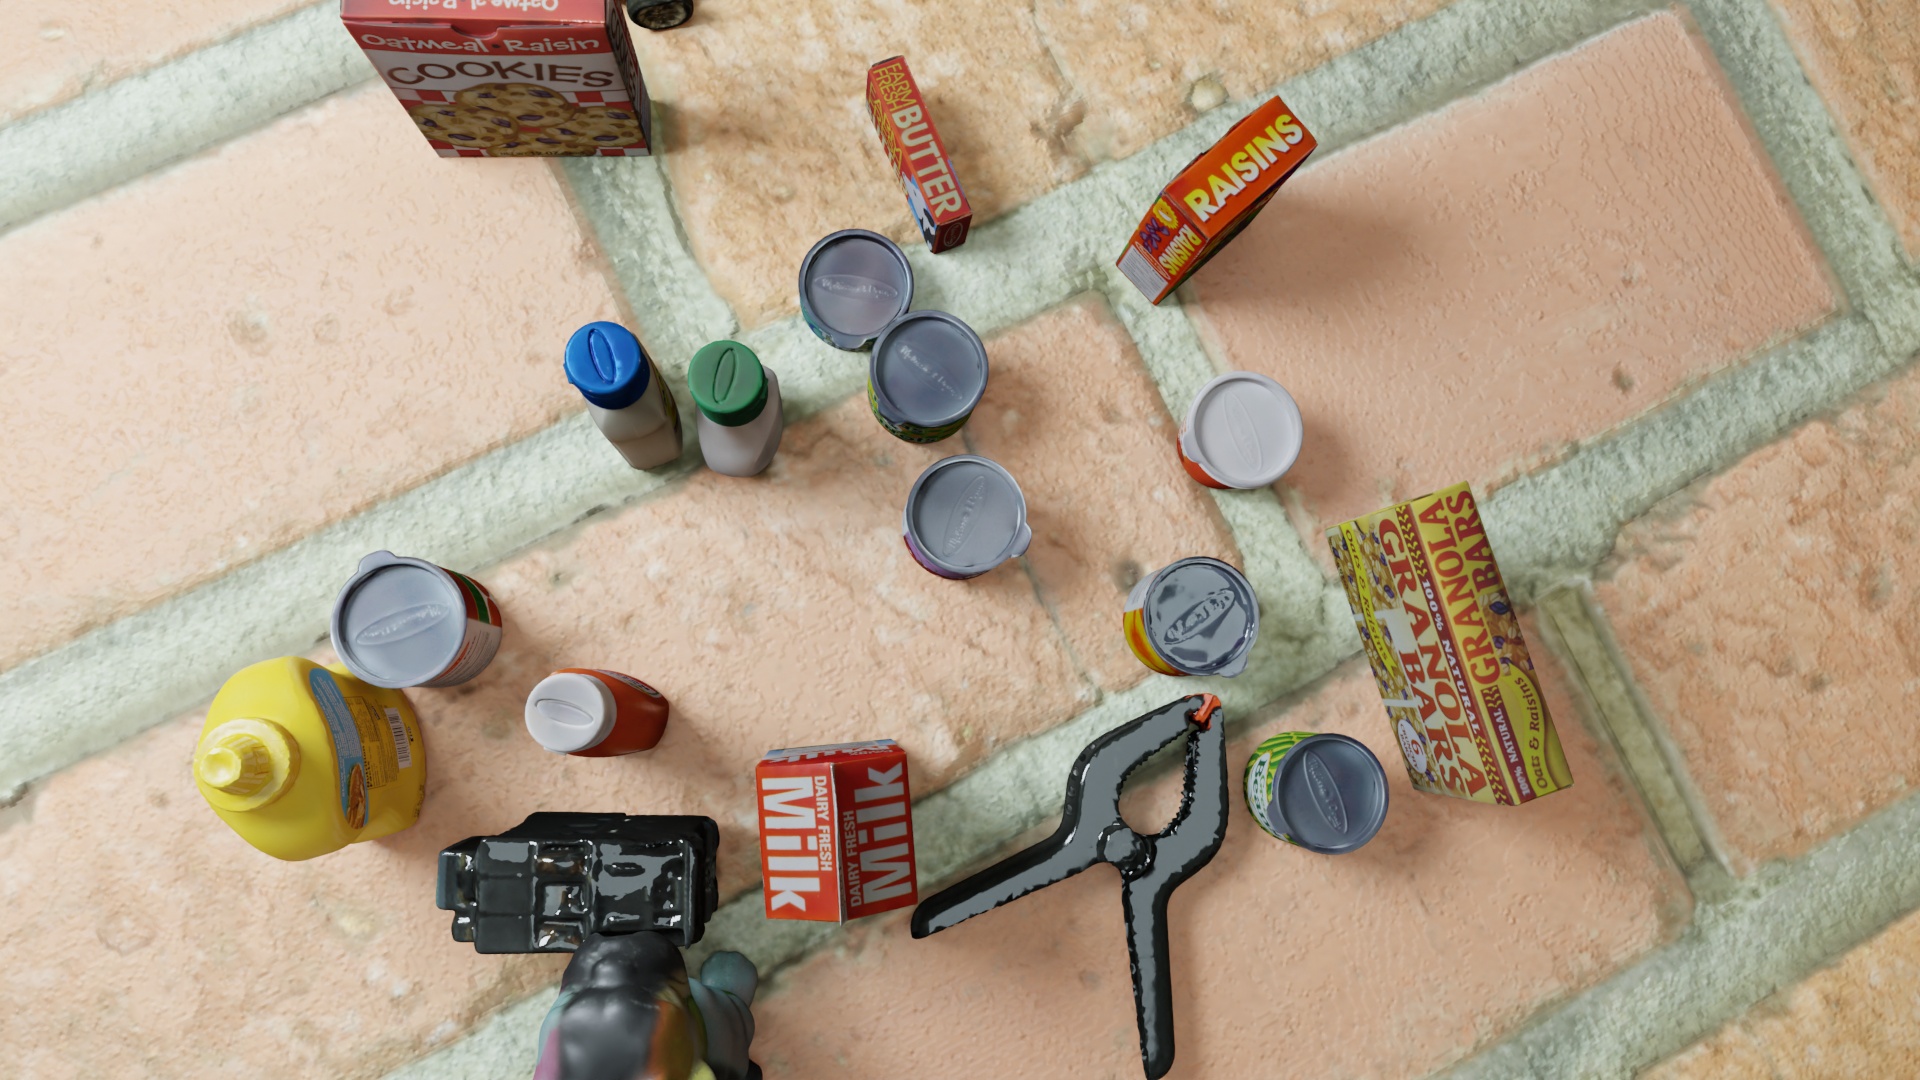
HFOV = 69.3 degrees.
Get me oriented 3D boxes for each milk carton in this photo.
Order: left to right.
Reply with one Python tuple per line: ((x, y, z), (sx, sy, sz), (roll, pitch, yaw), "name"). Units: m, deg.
((-0.062, 0.141, 0.692), (0.073, 0.190, 0.072), (-4, 84, -6), "milk carton")

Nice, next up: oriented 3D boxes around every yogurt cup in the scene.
((0.159, -0.060, 0.809), (0.072, 0.054, 0.072), (1, 83, -6), "yogurt cup")

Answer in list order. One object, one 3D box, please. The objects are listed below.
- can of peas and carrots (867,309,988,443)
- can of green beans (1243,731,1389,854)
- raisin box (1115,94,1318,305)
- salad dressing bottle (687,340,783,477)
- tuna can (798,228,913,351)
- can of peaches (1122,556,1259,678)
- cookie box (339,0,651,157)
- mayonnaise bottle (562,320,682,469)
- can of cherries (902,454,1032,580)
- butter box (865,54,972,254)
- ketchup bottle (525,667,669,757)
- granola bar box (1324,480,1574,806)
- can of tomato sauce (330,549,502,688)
((-0.021, -0.090, 0.792), (0.071, 0.058, 0.071), (1, 83, -6), "can of peas and carrots")
((0.199, 0.141, 0.786), (0.071, 0.057, 0.071), (1, 83, -6), "can of green beans")
((0.142, -0.190, 0.788), (0.086, 0.123, 0.040), (-41, 89, -9), "raisin box")
((-0.119, -0.071, 0.735), (0.044, 0.147, 0.064), (13, 83, -4), "salad dressing bottle")
((-0.061, -0.142, 0.807), (0.071, 0.033, 0.071), (1, 83, -6), "tuna can")
((0.131, 0.047, 0.791), (0.071, 0.058, 0.071), (1, 83, -6), "can of peaches")
((-0.236, -0.251, 0.735), (0.123, 0.167, 0.040), (-2, 84, -6), "cookie box")
((-0.176, -0.079, 0.729), (0.041, 0.148, 0.065), (-19, 86, -7), "mayonnaise bottle")
((0.003, -0.010, 0.784), (0.071, 0.058, 0.071), (1, 83, -6), "can of cherries")
((-0.025, -0.224, 0.811), (0.024, 0.053, 0.103), (-23, 86, -8), "butter box")
((-0.188, 0.088, 0.707), (0.065, 0.148, 0.043), (17, 82, -4), "ketchup bottle")
((0.265, 0.059, 0.769), (0.039, 0.124, 0.165), (-17, 85, -7), "granola bar box")
((-0.287, 0.044, 0.736), (0.071, 0.083, 0.071), (1, 83, -6), "can of tomato sauce")
